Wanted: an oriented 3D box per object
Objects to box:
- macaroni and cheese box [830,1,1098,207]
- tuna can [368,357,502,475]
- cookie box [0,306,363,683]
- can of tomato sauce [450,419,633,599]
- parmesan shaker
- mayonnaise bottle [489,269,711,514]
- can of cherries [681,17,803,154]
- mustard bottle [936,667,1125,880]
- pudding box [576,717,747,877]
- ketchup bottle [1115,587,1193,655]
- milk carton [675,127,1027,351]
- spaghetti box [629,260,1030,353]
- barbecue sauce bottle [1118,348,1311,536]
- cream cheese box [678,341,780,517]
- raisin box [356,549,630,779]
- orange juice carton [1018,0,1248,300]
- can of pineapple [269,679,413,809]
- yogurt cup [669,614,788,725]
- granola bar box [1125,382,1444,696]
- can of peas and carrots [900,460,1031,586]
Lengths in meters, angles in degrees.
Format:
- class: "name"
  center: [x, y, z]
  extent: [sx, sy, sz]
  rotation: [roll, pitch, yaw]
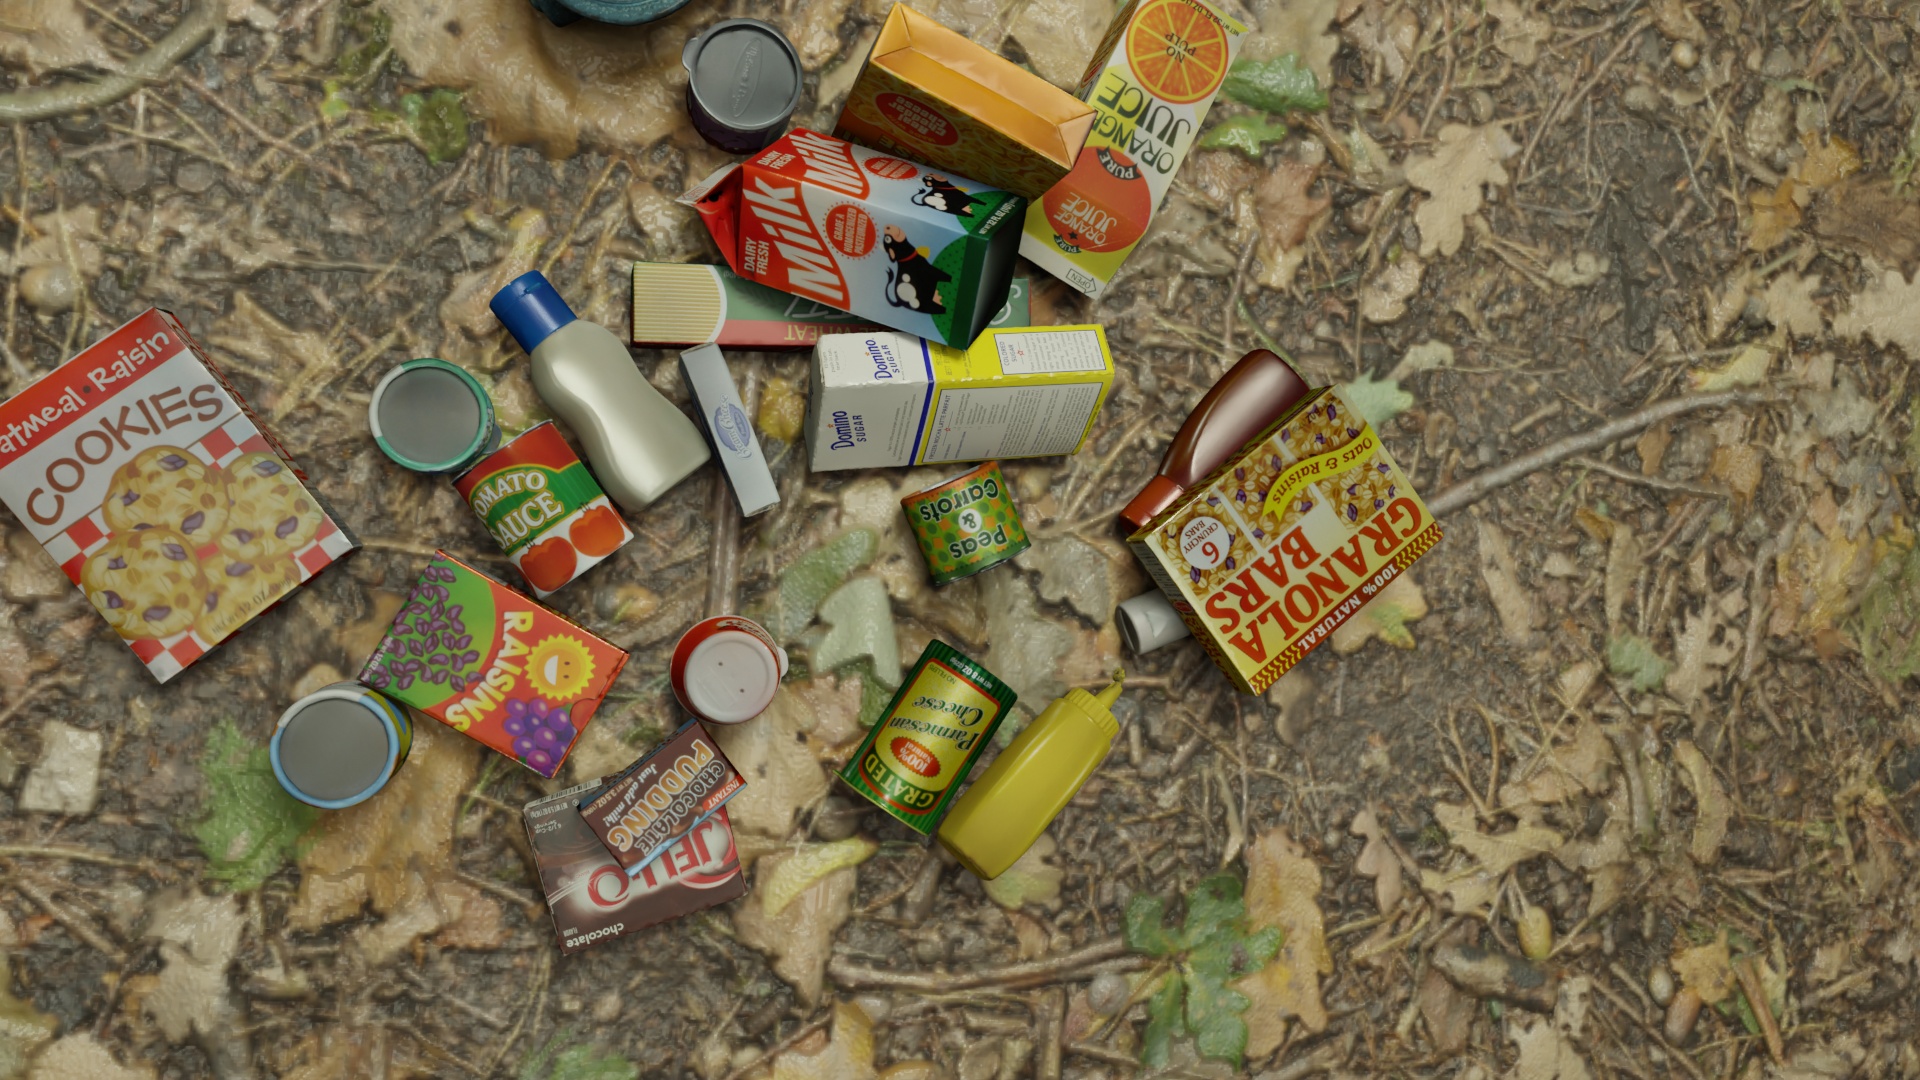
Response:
- class: "macaroni and cheese box"
  center: [-0.006, -0.239, 0.811]
  extent: [0.124, 0.166, 0.040]
  rotation: [25, 84, -12]
- class: "tuna can"
  center: [-0.303, -0.070, 0.803]
  extent: [0.071, 0.033, 0.071]
  rotation: [0, 89, -13]
- class: "cookie box"
  center: [-0.438, -0.026, 0.766]
  extent: [0.123, 0.040, 0.167]
  rotation: [-38, 99, -12]
- class: "can of tomato sauce"
  center: [-0.240, -0.017, 0.799]
  extent: [0.071, 0.071, 0.083]
  rotation: [-36, 98, -12]
- class: "parmesan shaker"
  center: [-0.021, 0.118, 0.853]
  extent: [0.071, 0.071, 0.103]
  rotation: [36, 81, -11]
- class: "mayonnaise bottle"
  center: [-0.215, -0.090, 0.818]
  extent: [0.148, 0.041, 0.065]
  rotation: [52, 53, -6]
- class: "can of cherries"
  center: [-0.133, -0.273, 0.836]
  extent: [0.071, 0.058, 0.071]
  rotation: [0, 90, -13]
- class: "mustard bottle"
  center: [0.054, 0.141, 0.873]
  extent: [0.049, 0.065, 0.160]
  rotation: [46, 76, -5]
- class: "pudding box"
  center: [-0.170, 0.146, 0.794]
  extent: [0.084, 0.030, 0.049]
  rotation: [-37, 98, -14]
- class: "ketchup bottle"
  center: [0.175, 0.032, 0.914]
  extent: [0.149, 0.043, 0.064]
  rotation: [-21, 92, -13]
- class: "milk carton"
  center: [-0.066, -0.184, 0.813]
  extent: [0.191, 0.073, 0.073]
  rotation: [20, 128, 12]
- class: "spaghetti box"
  center: [-0.077, -0.142, 0.863]
  extent: [0.250, 0.028, 0.050]
  rotation: [0, 90, -14]
- class: "barbecue sauce bottle"
  center: [0.167, -0.056, 0.914]
  extent: [0.149, 0.043, 0.065]
  rotation: [-45, 100, -10]
- class: "cream cheese box"
  center: [-0.139, -0.065, 0.833]
  extent: [0.024, 0.053, 0.103]
  rotation: [-22, 94, -11]
- class: "raisin box"
  center: [-0.268, 0.071, 0.806]
  extent: [0.123, 0.040, 0.086]
  rotation: [31, 81, -12]
- class: "orange juice carton"
  center: [0.100, -0.253, 0.886]
  extent: [0.072, 0.073, 0.193]
  rotation: [29, 83, -12]
- class: "can of pineapple"
  center: [-0.344, 0.115, 0.776]
  extent: [0.071, 0.058, 0.071]
  rotation: [0, 89, -14]
- class: "yogurt cup"
  center: [-0.139, 0.080, 0.830]
  extent: [0.072, 0.054, 0.072]
  rotation: [0, 89, -13]
- class: "granola bar box"
  center: [0.206, -0.001, 0.879]
  extent: [0.166, 0.039, 0.124]
  rotation: [-38, 96, -12]
- class: "can of peas and carrots"
  center: [0.003, -0.011, 0.858]
  extent: [0.071, 0.071, 0.058]
  rotation: [-24, 94, -13]
